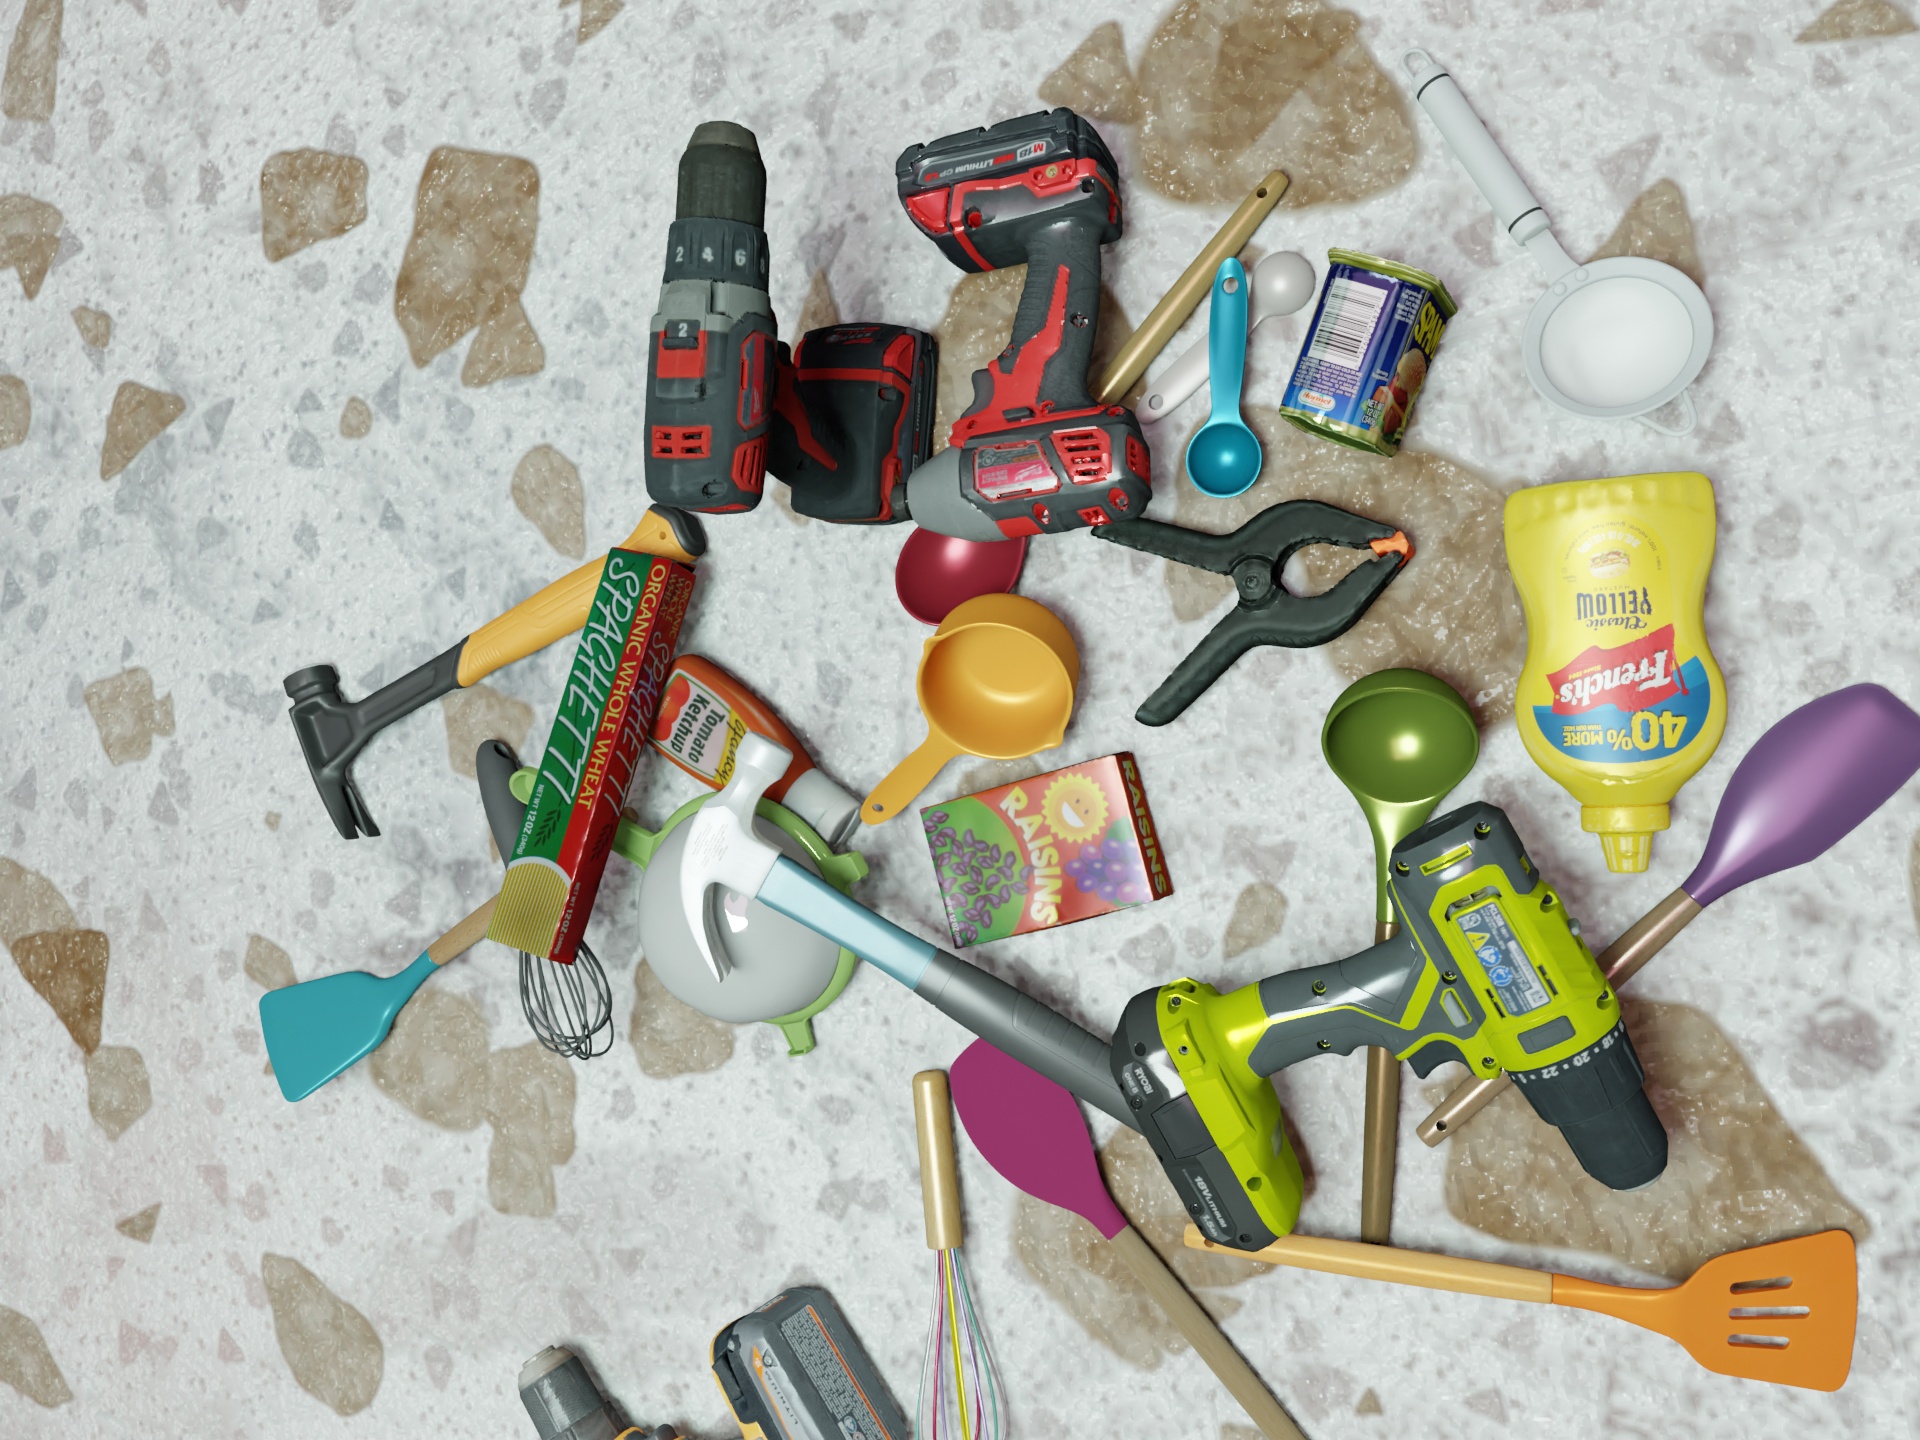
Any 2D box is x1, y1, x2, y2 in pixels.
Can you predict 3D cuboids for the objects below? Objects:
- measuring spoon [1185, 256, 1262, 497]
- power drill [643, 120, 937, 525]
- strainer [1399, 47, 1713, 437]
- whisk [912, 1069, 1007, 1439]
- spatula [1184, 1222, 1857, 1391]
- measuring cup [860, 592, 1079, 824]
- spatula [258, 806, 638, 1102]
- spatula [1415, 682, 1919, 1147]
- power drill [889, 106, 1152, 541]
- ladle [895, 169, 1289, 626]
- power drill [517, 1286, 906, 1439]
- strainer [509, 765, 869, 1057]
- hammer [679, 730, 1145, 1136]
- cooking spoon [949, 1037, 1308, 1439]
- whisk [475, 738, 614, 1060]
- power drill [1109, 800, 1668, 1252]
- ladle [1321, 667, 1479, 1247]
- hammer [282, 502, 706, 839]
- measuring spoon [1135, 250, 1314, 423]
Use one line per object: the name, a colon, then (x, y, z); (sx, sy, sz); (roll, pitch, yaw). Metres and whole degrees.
measuring spoon: (0.147, -0.185, 0.865); (0.042, 0.021, 0.128); (3, 95, 22)
power drill: (-0.091, -0.197, 0.853); (0.080, 0.226, 0.188); (4, 92, 22)
strainer: (0.292, -0.242, 0.800); (0.087, 0.050, 0.259); (-31, 74, 13)
whisk: (-0.008, 0.328, 0.927); (0.051, 0.047, 0.245); (-9, 83, 23)
spatula: (0.275, 0.281, 0.807); (0.323, 0.041, 0.081); (2, 95, 22)
measuring cup: (-0.001, -0.003, 0.913); (0.095, 0.052, 0.173); (37, 125, -11)
spatula: (-0.337, 0.144, 1.054); (0.317, 0.044, 0.082); (-35, 65, 17)
spatula: (0.343, 0.104, 0.793); (0.060, 0.018, 0.316); (46, 105, 16)
power drill: (0.026, -0.206, 0.868); (0.143, 0.078, 0.220); (-7, 79, 22)
ladle: (0.075, -0.178, 0.895); (0.069, 0.031, 0.315); (44, 104, 15)
power drill: (-0.165, 0.433, 0.971); (0.226, 0.084, 0.185); (-41, 75, 22)
strainer: (-0.184, 0.099, 0.956); (0.256, 0.069, 0.151); (27, 118, 17)
hammer: (-0.007, 0.143, 0.877); (0.331, 0.033, 0.128); (31, 93, 1)
cooking spoon: (0.106, 0.307, 0.891); (0.068, 0.017, 0.319); (-46, 74, 17)
whisk: (-0.266, 0.108, 0.998); (0.055, 0.055, 0.239); (-37, 59, 18)
power drill: (0.208, 0.170, 0.780); (0.228, 0.080, 0.190); (-30, 88, 22)
ladle: (0.221, 0.132, 0.824); (0.078, 0.062, 0.320); (3, 94, 17)
hammer: (-0.304, -0.042, 1.044); (0.337, 0.034, 0.127); (-27, 80, 20)
measuring spoon: (0.141, -0.208, 0.872); (0.124, 0.018, 0.034); (-43, 76, 18)
